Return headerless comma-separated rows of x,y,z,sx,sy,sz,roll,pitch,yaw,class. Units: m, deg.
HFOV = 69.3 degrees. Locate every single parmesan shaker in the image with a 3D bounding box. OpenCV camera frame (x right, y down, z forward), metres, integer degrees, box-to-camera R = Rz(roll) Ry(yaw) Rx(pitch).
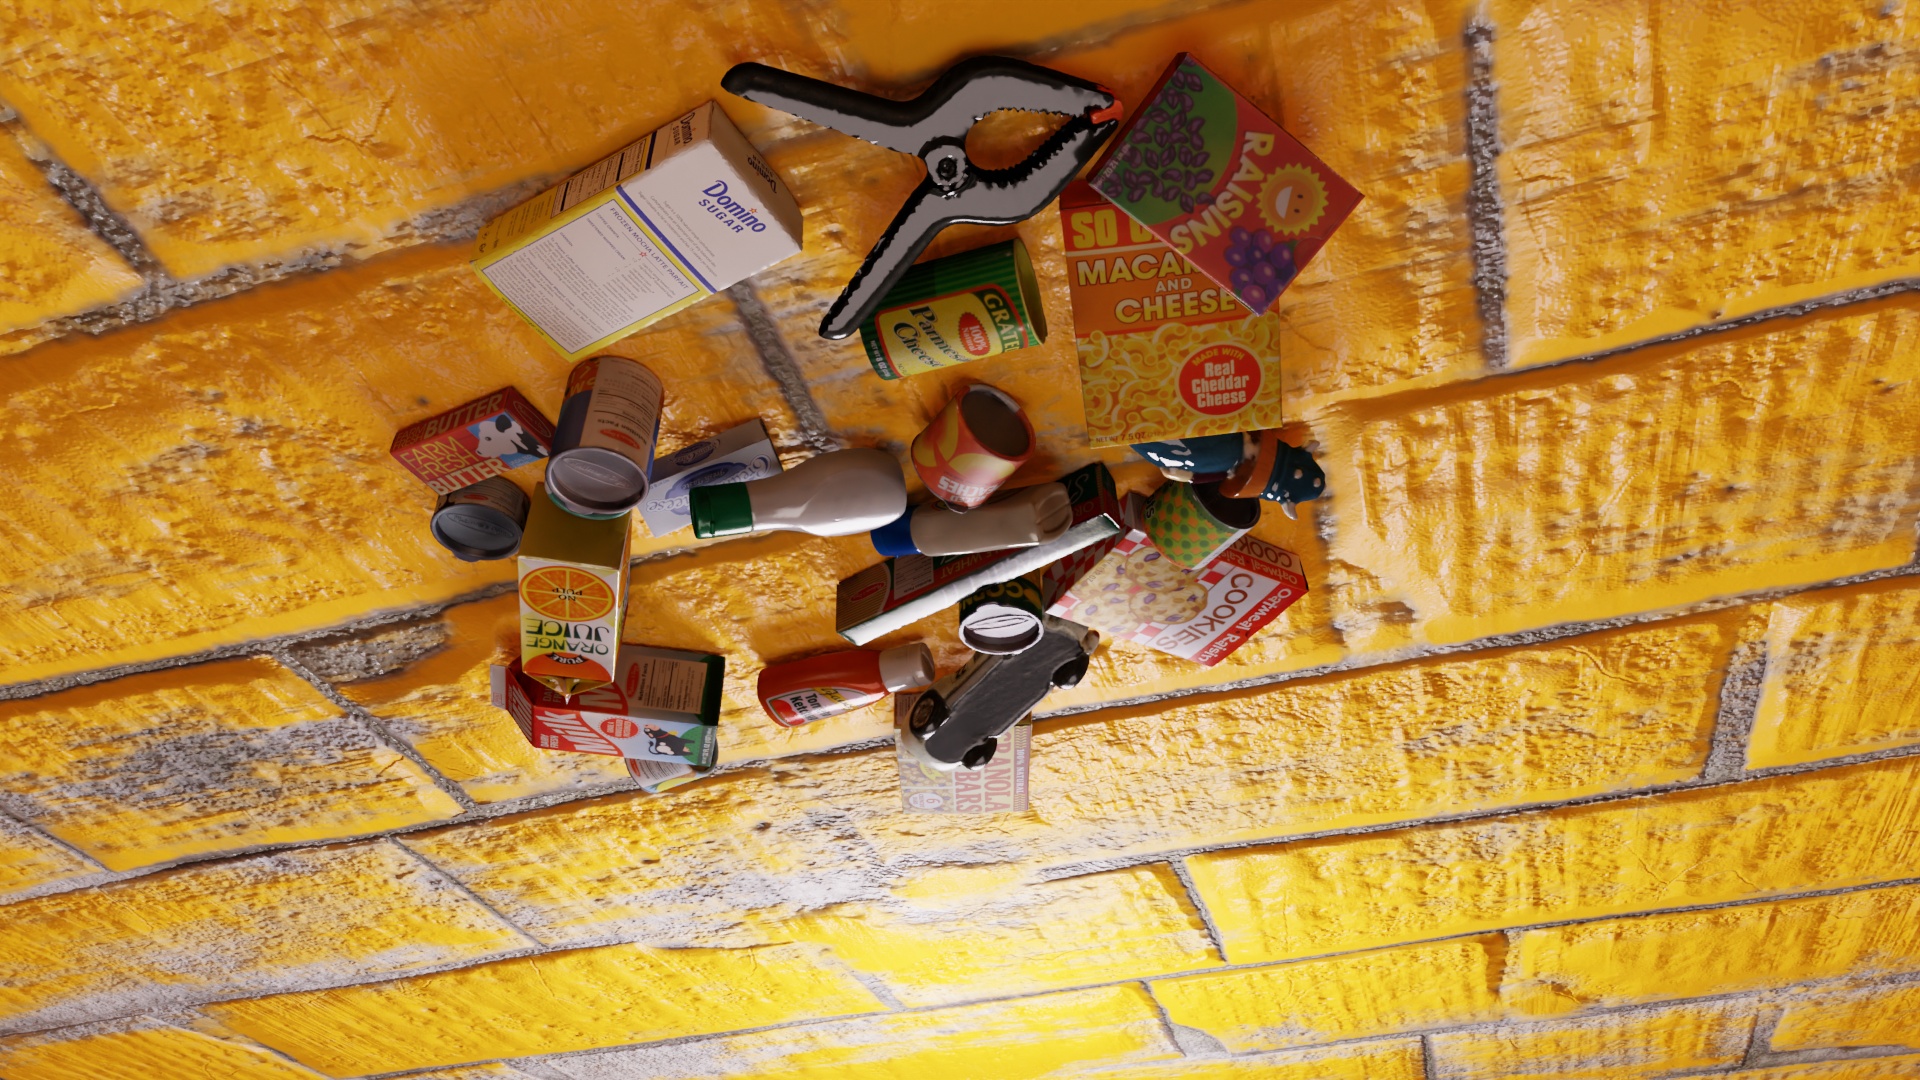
-0.005,-0.139,0.853,0.103,0.072,0.071,-12,140,14,parmesan shaker

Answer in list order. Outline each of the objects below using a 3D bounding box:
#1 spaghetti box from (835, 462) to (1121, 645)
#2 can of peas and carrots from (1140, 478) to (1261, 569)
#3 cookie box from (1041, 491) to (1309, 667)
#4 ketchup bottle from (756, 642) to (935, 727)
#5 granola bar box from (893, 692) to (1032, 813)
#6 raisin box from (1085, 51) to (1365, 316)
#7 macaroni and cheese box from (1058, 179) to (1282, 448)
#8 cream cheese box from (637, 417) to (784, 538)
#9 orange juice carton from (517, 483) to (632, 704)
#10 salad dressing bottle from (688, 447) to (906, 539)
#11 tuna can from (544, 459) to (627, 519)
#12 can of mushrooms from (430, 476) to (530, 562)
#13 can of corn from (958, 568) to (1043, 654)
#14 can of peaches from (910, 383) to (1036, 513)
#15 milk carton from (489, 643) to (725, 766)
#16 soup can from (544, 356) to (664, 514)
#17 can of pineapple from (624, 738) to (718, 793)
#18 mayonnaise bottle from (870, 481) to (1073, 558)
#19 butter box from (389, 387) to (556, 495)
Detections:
0.009,0.013,1.056,0.249,0.050,0.028,-25,137,26,spaghetti box
0.171,-0.023,1.004,0.071,0.071,0.058,20,137,-24,can of peas and carrots
0.168,0.035,1.094,0.167,0.040,0.122,19,137,-23,cookie box
-0.096,0.120,1.192,0.148,0.044,0.064,-15,138,16,ketchup bottle
0.003,0.201,1.298,0.124,0.039,0.164,-2,141,0,granola bar box
0.143,-0.193,0.757,0.123,0.040,0.086,35,105,-12,raisin box
0.130,-0.140,0.843,0.124,0.040,0.165,-7,126,7,macaroni and cheese box
-0.178,-0.044,0.976,0.104,0.024,0.053,-23,141,-5,cream cheese box
-0.297,0.047,1.074,0.073,0.072,0.191,8,140,-10,orange juice carton
-0.114,-0.029,0.973,0.148,0.044,0.064,-9,132,-18,salad dressing bottle
-0.259,-0.046,0.989,0.071,0.033,0.070,0,141,0,tuna can
-0.354,-0.016,1.024,0.071,0.033,0.070,-1,141,-1,can of mushrooms
0.030,0.046,1.090,0.071,0.058,0.070,0,141,0,can of corn
0.009,-0.063,0.944,0.071,0.071,0.057,22,135,-26,can of peaches
-0.301,0.135,1.181,0.191,0.074,0.072,8,140,-11,milk carton
-0.236,-0.069,0.921,0.071,0.084,0.071,0,141,0,soup can
-0.260,0.188,1.257,0.058,0.071,0.071,-21,137,23,can of pineapple
0.004,-0.013,1.004,0.148,0.065,0.041,-6,104,32,mayonnaise bottle
-0.339,-0.068,0.967,0.103,0.024,0.053,-17,139,19,butter box
